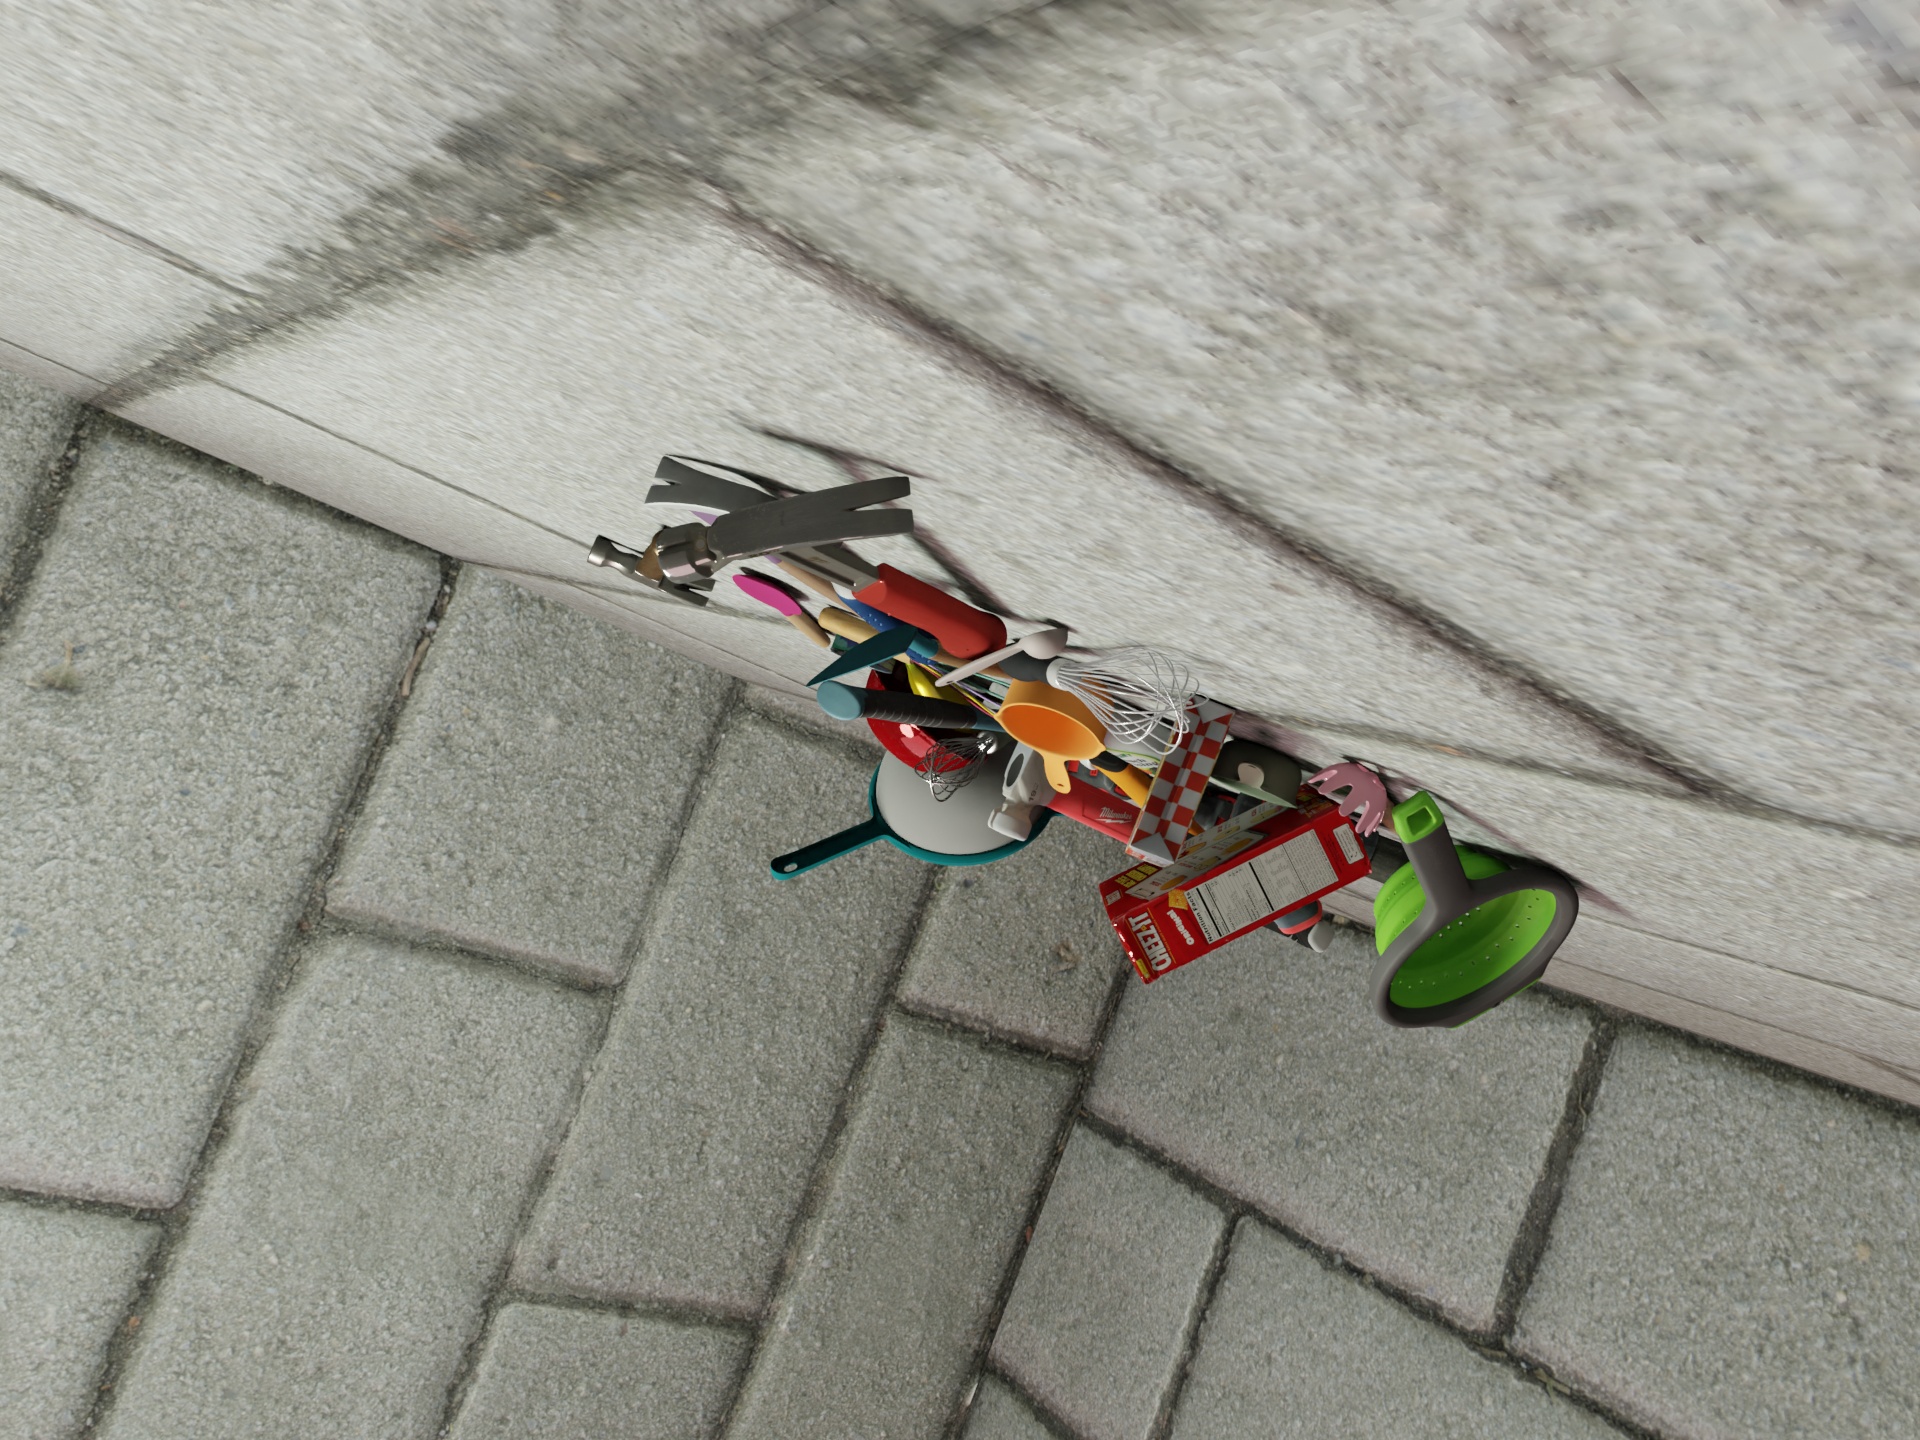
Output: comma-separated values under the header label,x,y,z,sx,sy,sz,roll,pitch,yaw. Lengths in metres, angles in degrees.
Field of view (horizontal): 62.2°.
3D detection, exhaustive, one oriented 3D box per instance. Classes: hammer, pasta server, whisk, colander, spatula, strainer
label,x,y,z,sx,sy,sz,roll,pitch,yaw
hammer,0.206,0.103,1.500,0.386,0.143,0.038,26,175,-29
pasta server,0.342,0.076,1.311,0.060,0.040,0.316,49,-171,22
whisk,0.024,0.025,1.594,0.058,0.059,0.246,6,-163,25
hammer,-0.002,-0.005,1.486,0.330,0.033,0.128,7,-159,-49
hammer,-0.034,-0.083,0.997,0.149,0.037,0.359,-9,171,20
hammer,-0.090,-0.103,1.176,0.144,0.035,0.405,19,175,18
hammer,-0.292,-0.154,1.546,0.130,0.031,0.331,23,175,-15
colander,0.411,0.139,1.378,0.396,0.204,0.095,51,-171,-49
hammer,0.242,0.123,1.611,0.336,0.034,0.127,41,170,-28
spatula,-0.011,-0.043,1.252,0.082,0.044,0.317,-19,168,24
spatula,-0.127,-0.121,1.253,0.060,0.018,0.315,17,173,32
whisk,-0.025,-0.051,1.474,0.245,0.047,0.051,23,178,15
strainer,-0.054,0.075,1.725,0.211,0.340,0.095,50,154,39
whisk,0.089,-0.028,1.144,0.070,0.070,0.285,23,180,-24

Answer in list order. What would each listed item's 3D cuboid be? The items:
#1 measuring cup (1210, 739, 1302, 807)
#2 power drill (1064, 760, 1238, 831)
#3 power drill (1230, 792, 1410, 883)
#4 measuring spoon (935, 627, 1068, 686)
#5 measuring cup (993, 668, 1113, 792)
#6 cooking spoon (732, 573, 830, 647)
label,x,y,z,sx,sy,sz,roll,pitch,yaw
measuring cup,0.241,0.035,1.291,0.083,0.038,0.167,20,174,13
power drill,0.209,0.082,1.789,0.219,0.078,0.143,27,173,-29
power drill,0.363,0.128,1.622,0.188,0.080,0.226,21,172,9
measuring spoon,0.028,-0.039,1.137,0.124,0.018,0.034,-22,167,40
measuring cup,0.085,0.007,1.320,0.095,0.052,0.173,16,158,15
cooking spoon,-0.169,-0.108,1.611,0.069,0.017,0.318,21,175,9
